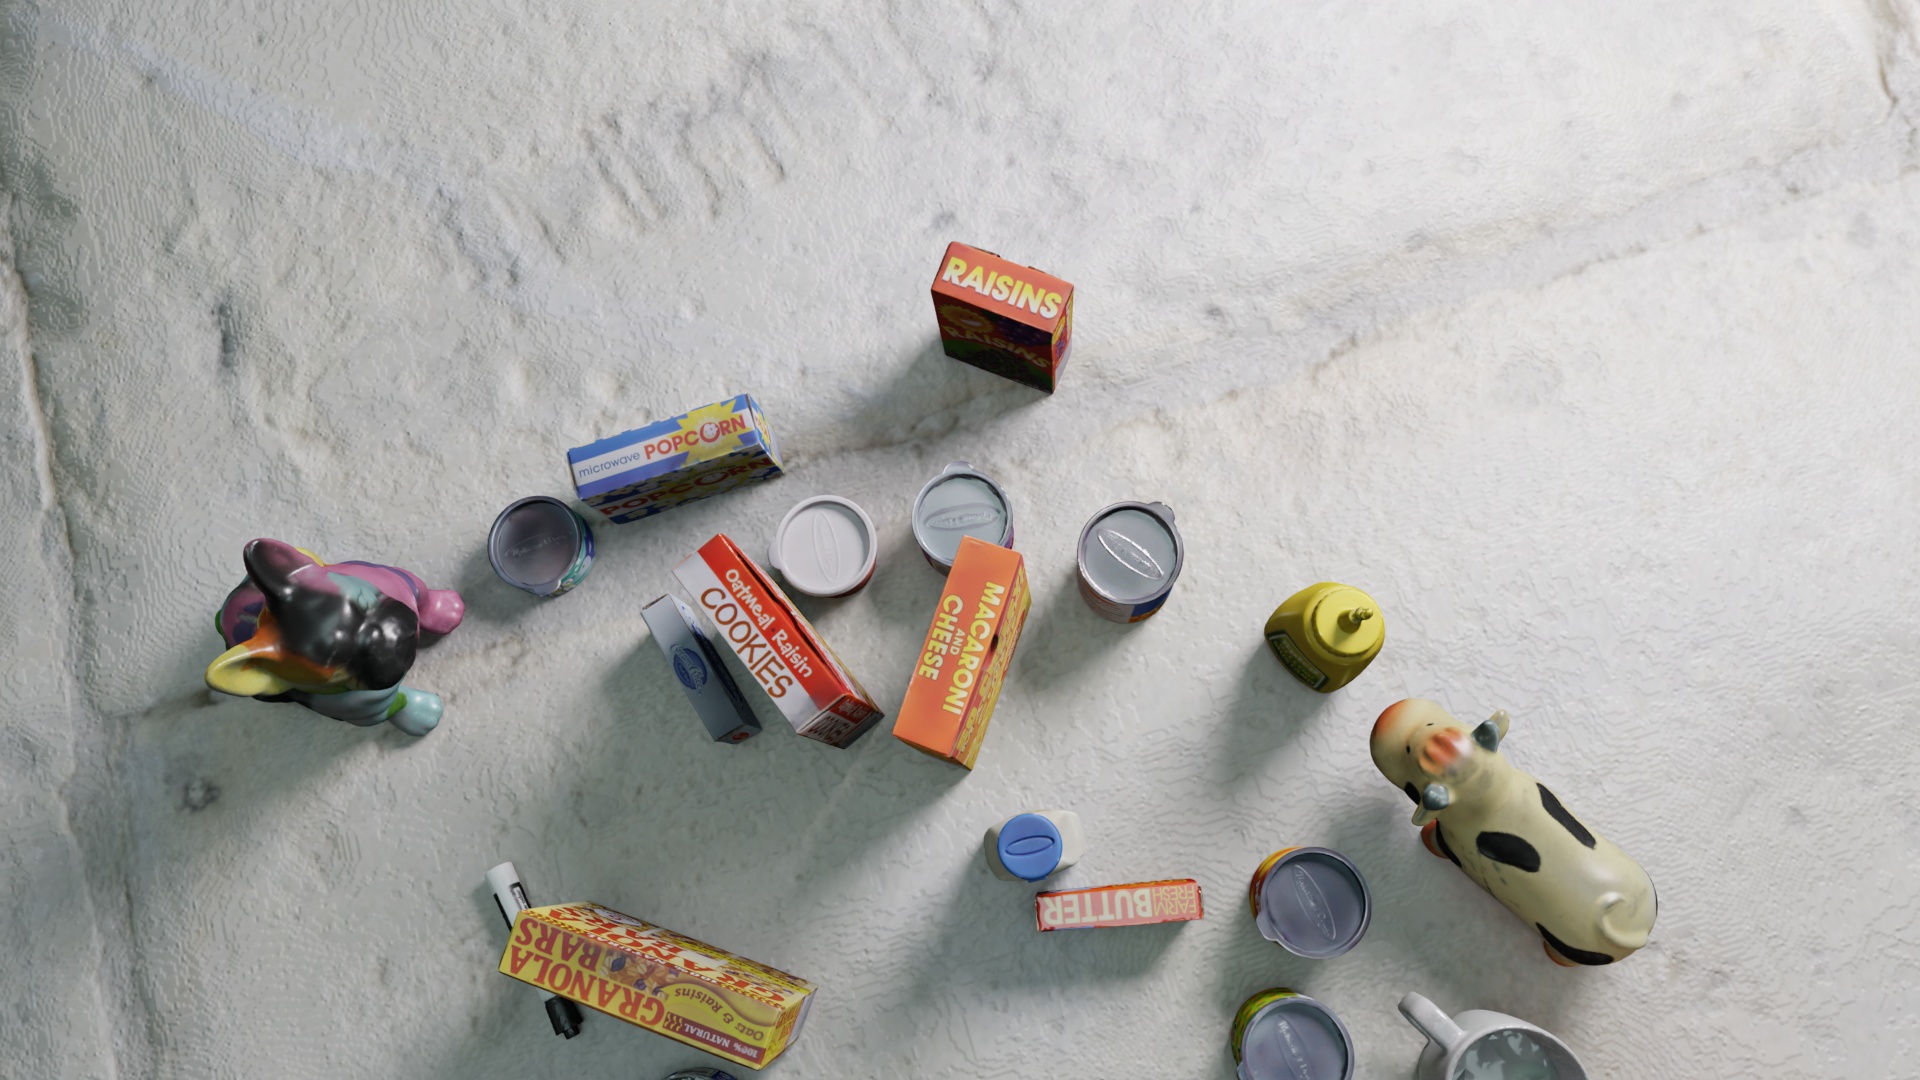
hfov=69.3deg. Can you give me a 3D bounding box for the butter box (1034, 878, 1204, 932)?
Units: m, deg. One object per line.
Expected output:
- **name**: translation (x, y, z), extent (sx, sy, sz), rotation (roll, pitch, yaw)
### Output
- **butter box**: translation (0.098, 0.229, 0.873), extent (0.103, 0.053, 0.024), rotation (-6, 78, 3)

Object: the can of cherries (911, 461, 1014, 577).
- **can of cherries**: translation (0.003, -0.012, 0.930), extent (0.071, 0.058, 0.071), rotation (-1, 78, 4)

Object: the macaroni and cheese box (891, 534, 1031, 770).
- **macaroni and cheese box**: translation (0.006, 0.074, 0.855), extent (0.040, 0.166, 0.124), rotation (18, 80, 8)

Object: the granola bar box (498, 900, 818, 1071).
- **granola bar box**: translation (-0.180, 0.268, 0.847), extent (0.166, 0.124, 0.039), rotation (18, 80, 8)

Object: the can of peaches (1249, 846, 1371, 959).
- **can of peaches**: translation (0.214, 0.225, 0.863), extent (0.071, 0.058, 0.071), rotation (-1, 78, 4)

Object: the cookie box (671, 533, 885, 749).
- **cookie box**: translation (-0.108, 0.067, 0.864), extent (0.040, 0.167, 0.123), rotation (-40, 78, -4)

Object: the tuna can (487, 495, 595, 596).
- **tuna can**: translation (-0.288, 0.007, 0.959), extent (0.071, 0.032, 0.071), rotation (-1, 78, 4)

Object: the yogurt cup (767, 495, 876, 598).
- **yogurt cup**: translation (-0.087, 0.008, 0.934), extent (0.072, 0.054, 0.072), rotation (-1, 78, 4)

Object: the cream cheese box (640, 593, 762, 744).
- **cream cheese box**: translation (-0.172, 0.087, 0.923), extent (0.024, 0.053, 0.104), rotation (-32, 78, -3)

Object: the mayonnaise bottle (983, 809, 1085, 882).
- **mayonnaise bottle**: translation (0.044, 0.183, 0.838), extent (0.065, 0.148, 0.041), rotation (-13, 78, 1)

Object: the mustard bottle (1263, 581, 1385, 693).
- **mustard bottle**: translation (0.226, 0.055, 0.847), extent (0.049, 0.160, 0.065), rotation (-41, 78, -5)

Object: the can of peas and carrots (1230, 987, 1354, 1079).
- **can of peas and carrots**: translation (0.198, 0.310, 0.845), extent (0.071, 0.058, 0.071), rotation (-1, 78, 4)

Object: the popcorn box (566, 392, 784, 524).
- **popcorn box**: translation (-0.190, -0.053, 0.939), extent (0.127, 0.085, 0.038), rotation (-18, 78, 0)

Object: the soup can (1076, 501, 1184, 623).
- **soup can**: translation (0.110, 0.014, 0.904), extent (0.071, 0.083, 0.071), rotation (-1, 78, 4)

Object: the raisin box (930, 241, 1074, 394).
- **raisin box**: translation (0.030, -0.146, 0.924), extent (0.086, 0.123, 0.040), rotation (22, 81, 8)
